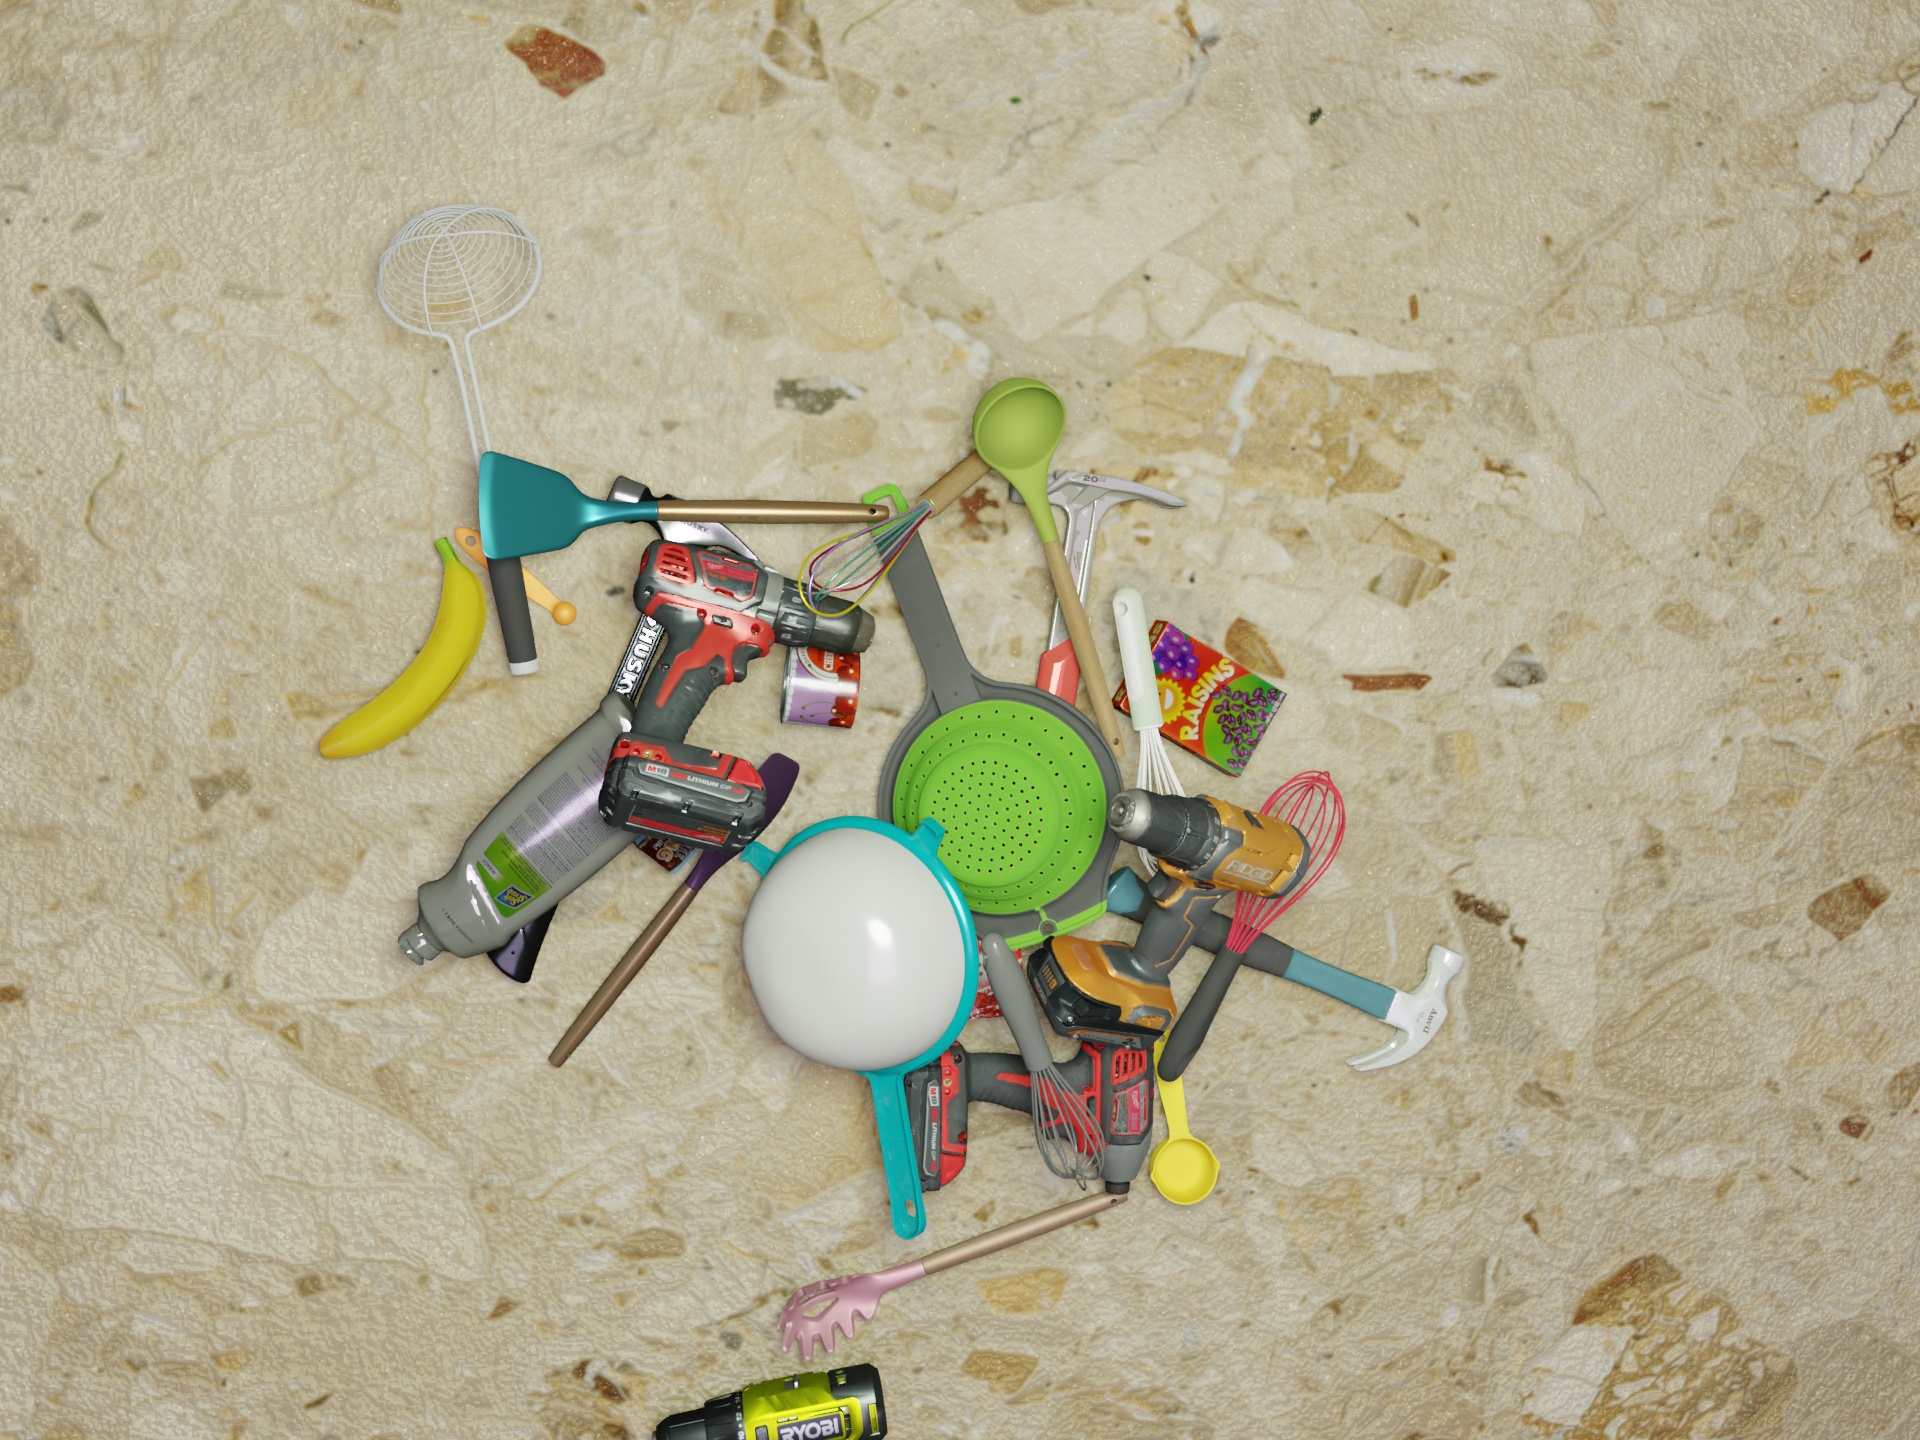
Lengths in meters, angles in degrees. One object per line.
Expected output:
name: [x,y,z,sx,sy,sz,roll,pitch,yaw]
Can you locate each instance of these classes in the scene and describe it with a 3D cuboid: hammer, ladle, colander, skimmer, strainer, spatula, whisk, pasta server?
hammer: [0.271,0.203,1.379,0.331,0.033,0.128,23,88,-9]
hammer: [0.090,-0.027,1.336,0.149,0.037,0.359,9,91,-9]
ladle: [0.084,-0.119,1.286,0.078,0.062,0.320,-19,98,-7]
colander: [-0.002,-0.004,1.272,0.204,0.094,0.397,-21,89,9]
skimmer: [-0.369,-0.220,1.251,0.127,0.090,0.363,-8,103,-2]
strainer: [-0.086,0.248,1.236,0.211,0.095,0.340,-10,91,31]
spatula: [-0.234,0.156,1.297,0.018,0.059,0.316,39,91,33]
spatula: [-0.210,-0.164,1.242,0.317,0.044,0.082,-2,86,-14]
whisk: [0.154,0.013,1.304,0.059,0.058,0.246,-10,91,-43]
whisk: [0.237,0.173,1.323,0.073,0.073,0.296,25,99,-9]
pasta server: [-0.004,0.458,1.348,0.316,0.040,0.060,-17,108,-9]
whisk: [-0.042,-0.161,1.257,0.047,0.051,0.245,39,56,11]
hammer: [-0.284,0.018,1.282,0.149,0.036,0.409,23,90,-10]
whisk: [0.062,0.269,1.249,0.055,0.055,0.238,-23,109,-7]

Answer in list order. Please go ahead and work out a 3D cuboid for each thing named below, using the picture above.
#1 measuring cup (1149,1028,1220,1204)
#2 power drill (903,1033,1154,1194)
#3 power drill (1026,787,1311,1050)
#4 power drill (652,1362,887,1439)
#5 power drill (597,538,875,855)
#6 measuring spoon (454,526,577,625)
measuring cup: [0.183,0.339,1.382,0.062,0.029,0.156,-8,83,-8]
power drill: [0.056,0.331,1.334,0.219,0.078,0.143,0,94,-12]
power drill: [0.144,0.149,1.245,0.185,0.084,0.226,19,118,-35]
power drill: [-0.147,0.661,1.319,0.190,0.080,0.228,-8,92,-8]
power drill: [-0.167,-0.019,1.197,0.187,0.080,0.227,15,63,-14]
measuring spoon: [-0.357,-0.116,1.273,0.117,0.011,0.021,39,87,-9]
